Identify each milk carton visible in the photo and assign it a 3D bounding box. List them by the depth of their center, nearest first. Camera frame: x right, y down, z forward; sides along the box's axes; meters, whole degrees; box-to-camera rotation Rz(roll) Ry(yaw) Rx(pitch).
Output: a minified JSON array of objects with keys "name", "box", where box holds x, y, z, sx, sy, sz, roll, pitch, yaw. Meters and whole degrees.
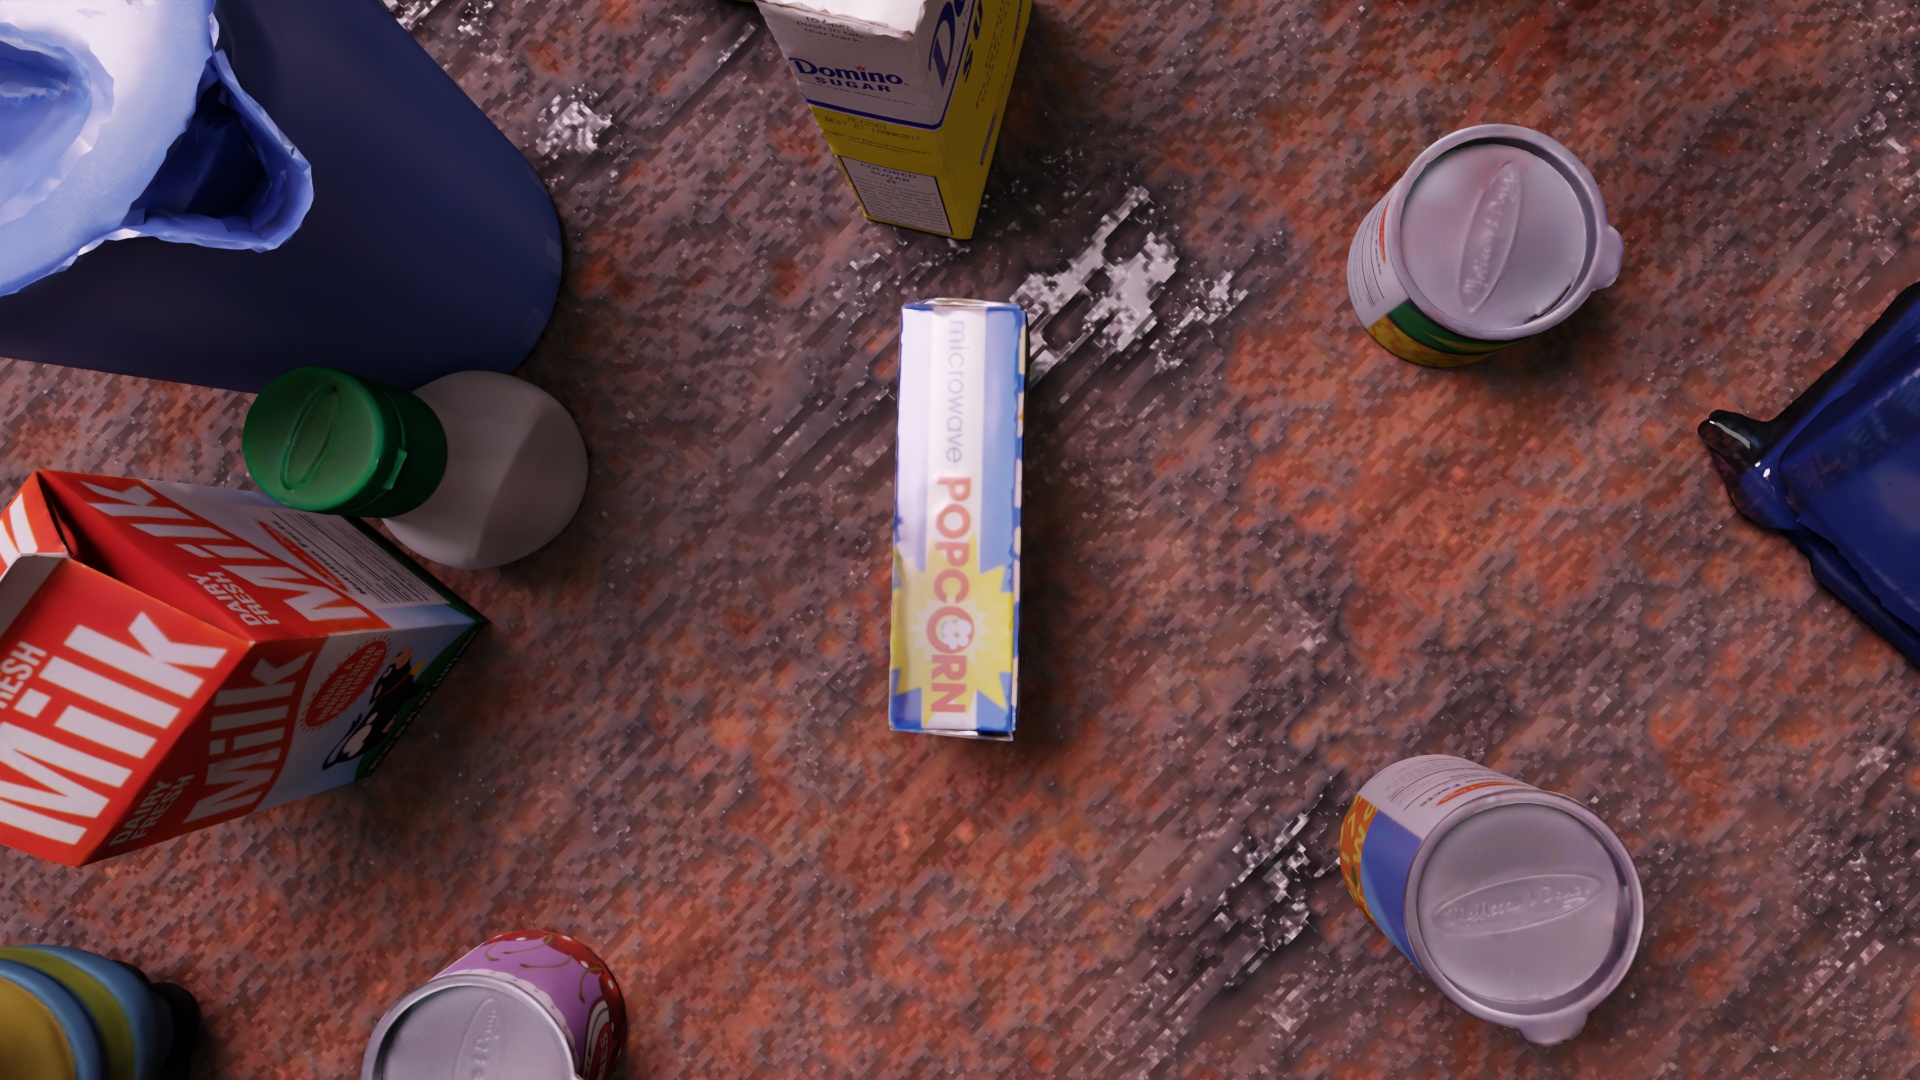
[{"name":"milk carton","box":[-0.217,0.032,0.391,0.073,0.190,0.072,38,90,3]}]

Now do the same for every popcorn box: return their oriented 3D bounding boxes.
[{"name":"popcorn box","box":[0.002,-0.005,0.437,0.038,0.085,0.126,1,88,2]}]

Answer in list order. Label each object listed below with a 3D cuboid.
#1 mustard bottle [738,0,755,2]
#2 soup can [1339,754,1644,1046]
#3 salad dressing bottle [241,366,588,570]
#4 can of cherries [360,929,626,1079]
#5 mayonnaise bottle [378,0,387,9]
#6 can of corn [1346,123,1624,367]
[{"name":"mustard bottle","box":[-0.082,-0.213,0.411,0.065,0.160,0.049,16,89,3]},{"name":"soup can","box":[0.159,0.106,0.426,0.071,0.084,0.071,0,88,2]},{"name":"salad dressing bottle","box":[-0.155,-0.023,0.412,0.044,0.147,0.064,23,89,3]},{"name":"can of cherries","box":[-0.146,0.166,0.448,0.071,0.058,0.071,0,88,2]},{"name":"mayonnaise bottle","box":[-0.235,-0.185,0.422,0.065,0.148,0.041,13,89,3]},{"name":"can of corn","box":[0.166,-0.092,0.447,0.071,0.058,0.071,0,88,2]}]
